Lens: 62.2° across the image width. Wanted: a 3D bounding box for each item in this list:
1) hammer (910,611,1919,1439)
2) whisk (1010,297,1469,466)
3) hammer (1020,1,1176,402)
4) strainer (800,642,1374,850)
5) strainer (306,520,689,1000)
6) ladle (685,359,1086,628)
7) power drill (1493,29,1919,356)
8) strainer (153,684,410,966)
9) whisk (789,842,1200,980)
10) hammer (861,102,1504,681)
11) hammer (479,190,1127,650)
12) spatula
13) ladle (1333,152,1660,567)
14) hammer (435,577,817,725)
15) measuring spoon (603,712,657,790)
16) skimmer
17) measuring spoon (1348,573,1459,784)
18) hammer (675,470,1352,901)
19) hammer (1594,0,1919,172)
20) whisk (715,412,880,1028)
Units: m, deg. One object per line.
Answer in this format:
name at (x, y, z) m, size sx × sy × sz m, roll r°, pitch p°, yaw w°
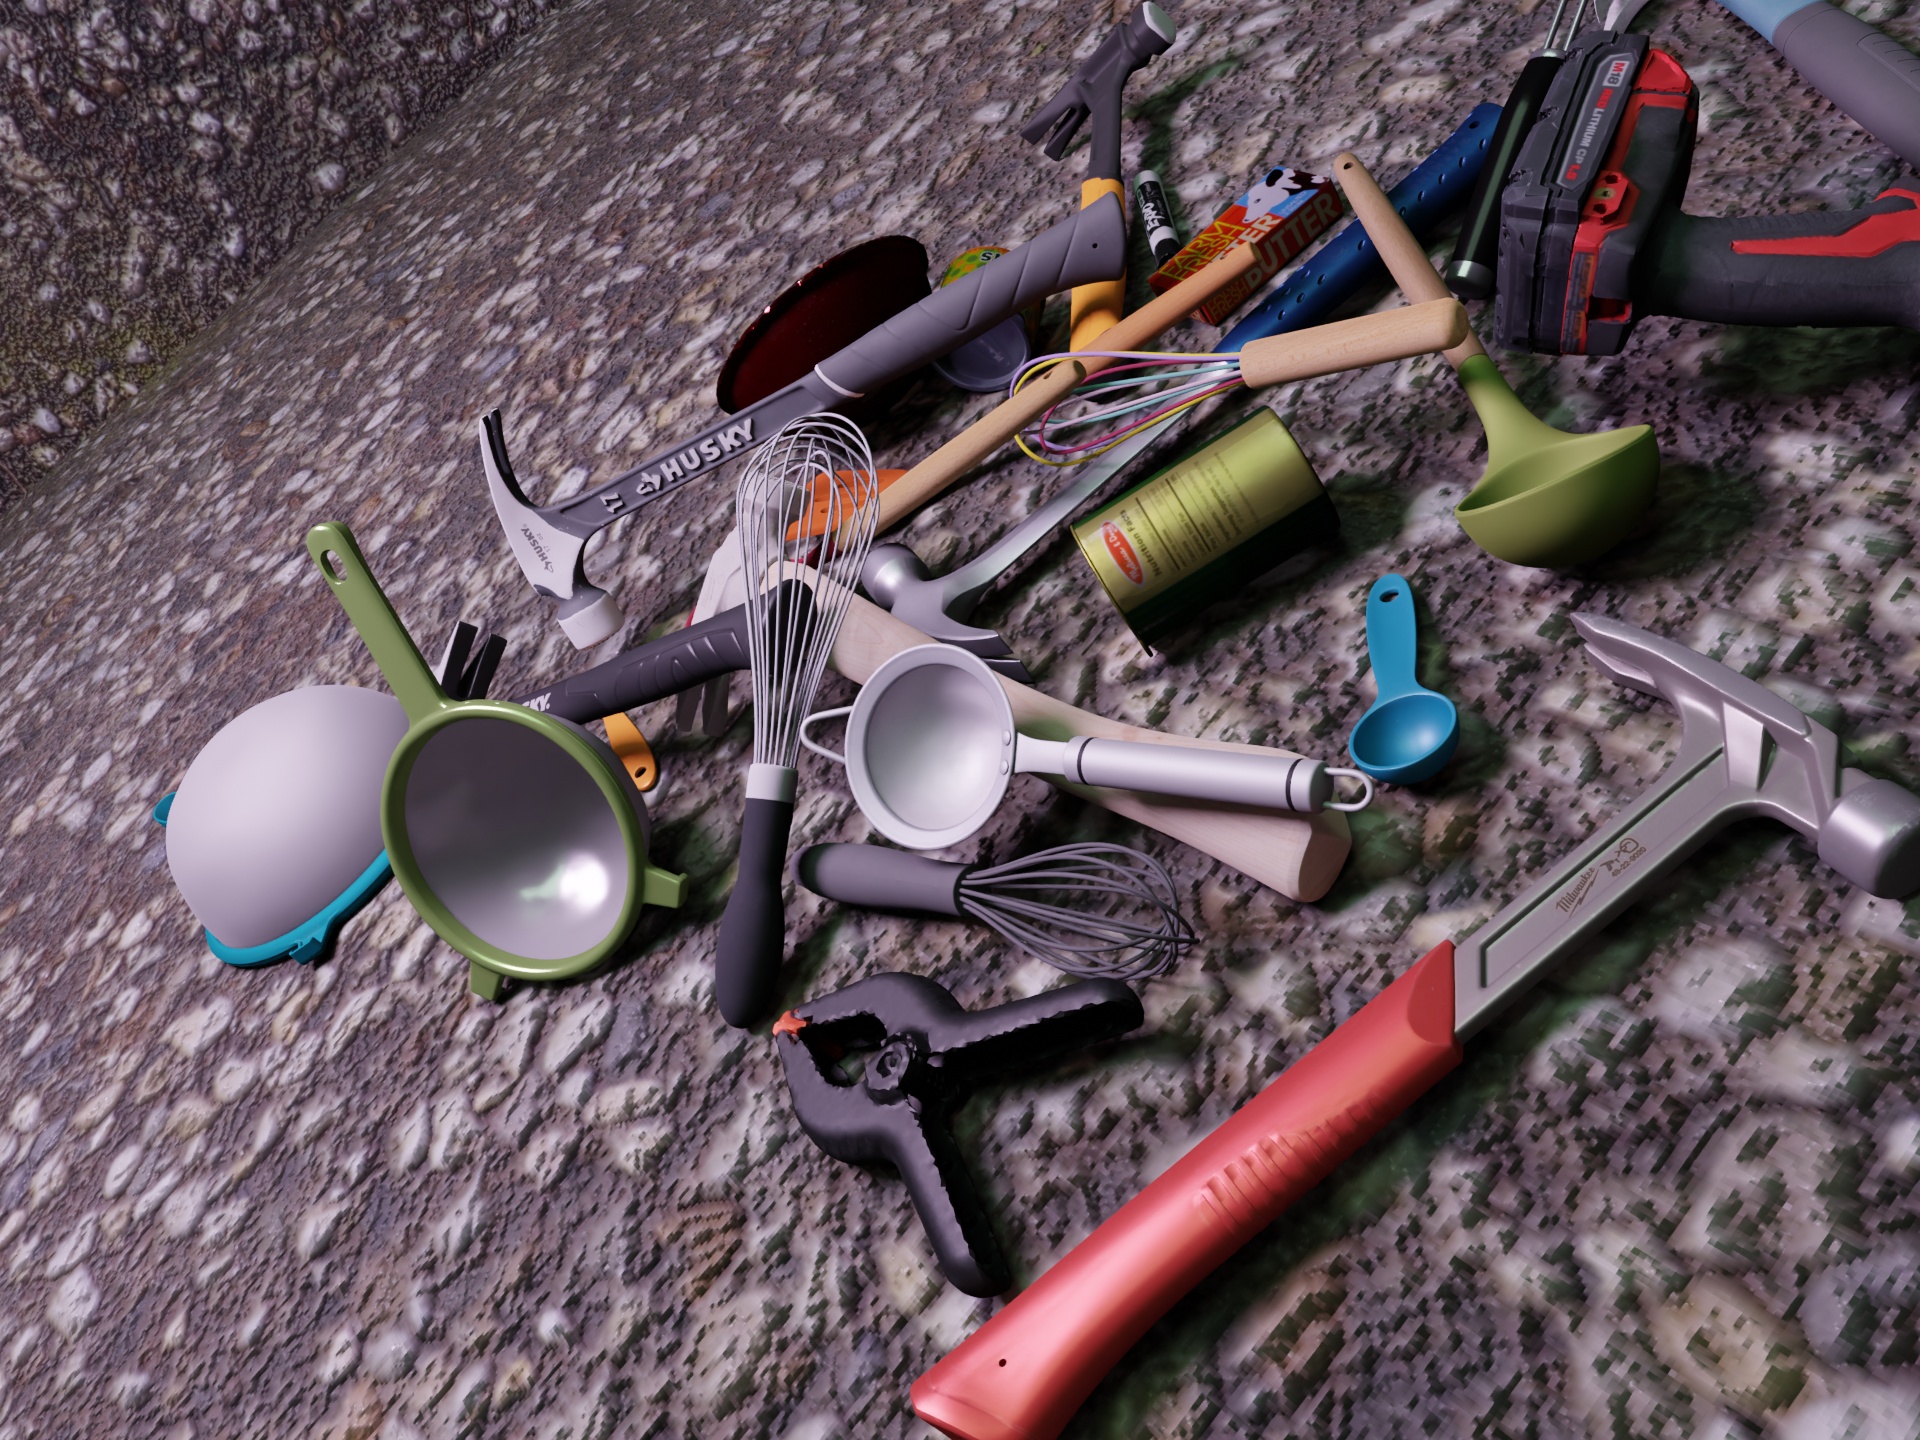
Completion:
hammer at (0.128, 0.110, 0.523) m, size 0.359 × 0.036 × 0.149 m, roll -40°, pitch 36°, yaw 0°
whisk at (0.117, -0.156, 0.735) m, size 0.245 × 0.051 × 0.047 m, roll -3°, pitch 72°, yaw 43°
hammer at (0.082, -0.314, 0.989) m, size 0.127 × 0.034 × 0.337 m, roll -36°, pitch 36°, yaw 40°
strainer at (0.044, 0.017, 0.627) m, size 0.258 × 0.050 × 0.087 m, roll 6°, pitch 89°, yaw 40°
strainer at (-0.242, 0.008, 0.812) m, size 0.151 × 0.256 × 0.069 m, roll -28°, pitch 6°, yaw 26°
ladle at (-0.048, -0.109, 0.849) m, size 0.315 × 0.031 × 0.069 m, roll -29°, pitch 32°, yaw 42°
power drill at (0.323, -0.185, 0.587) m, size 0.220 × 0.078 × 0.143 m, roll 17°, pitch 63°, yaw 25°
strainer at (-0.488, 0.046, 1.073) m, size 0.340 × 0.095 × 0.211 m, roll 1°, pitch 52°, yaw 40°
whisk at (0.001, 0.072, 0.664) m, size 0.239 × 0.055 × 0.055 m, roll 2°, pitch 53°, yaw 48°
hammer at (0.130, -0.171, 0.814) m, size 0.405 × 0.035 × 0.144 m, roll -40°, pitch 36°, yaw -1°
hammer at (-0.089, -0.190, 0.913) m, size 0.409 × 0.149 × 0.036 m, roll -26°, pitch 19°, yaw 12°
spatula at (0.024, -0.176, 0.876) m, size 0.322 × 0.041 × 0.081 m, roll -28°, pitch 23°, yaw 35°
ladle at (0.215, -0.180, 0.703) m, size 0.078 × 0.062 × 0.321 m, roll -24°, pitch 45°, yaw 14°
hammer at (-0.201, -0.019, 0.874) m, size 0.335 × 0.035 × 0.146 m, roll -17°, pitch 60°, yaw 39°
measuring spoon at (-0.198, 0.009, 0.930) m, size 0.021 × 0.011 × 0.117 m, roll -41°, pitch 36°, yaw -1°
skimmer at (0.328, -0.368, 0.794) m, size 0.127 × 0.090 × 0.363 m, roll 19°, pitch 87°, yaw 45°
measuring spoon at (0.177, -0.017, 0.634) m, size 0.042 × 0.021 × 0.129 m, roll -21°, pitch 31°, yaw 25°
hammer at (-0.001, -0.002, 0.728) m, size 0.411 × 0.038 × 0.146 m, roll 26°, pitch 101°, yaw 45°
hammer at (0.398, -0.318, 0.737) m, size 0.128 × 0.033 × 0.331 m, roll -25°, pitch 39°, yaw 17°
whisk at (-0.081, -0.003, 0.725) m, size 0.070 × 0.070 × 0.285 m, roll 1°, pitch 81°, yaw 41°
